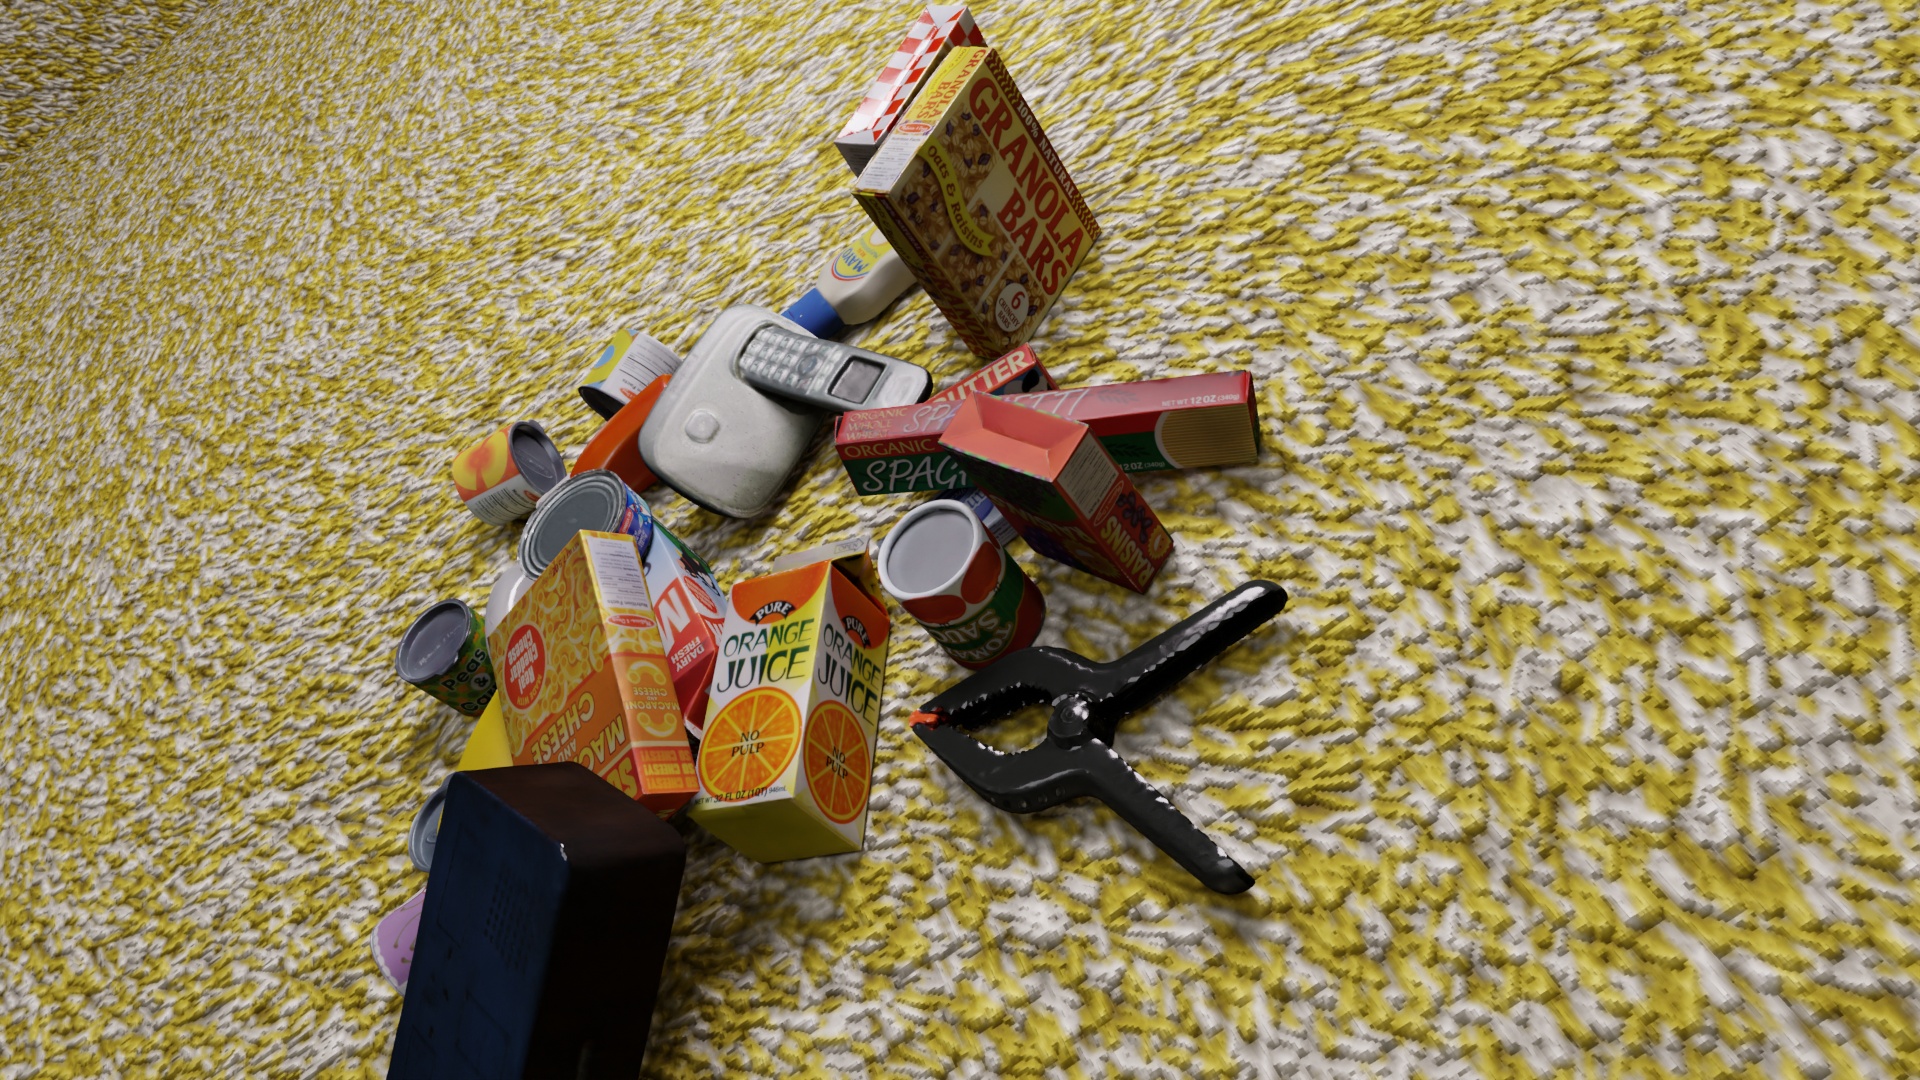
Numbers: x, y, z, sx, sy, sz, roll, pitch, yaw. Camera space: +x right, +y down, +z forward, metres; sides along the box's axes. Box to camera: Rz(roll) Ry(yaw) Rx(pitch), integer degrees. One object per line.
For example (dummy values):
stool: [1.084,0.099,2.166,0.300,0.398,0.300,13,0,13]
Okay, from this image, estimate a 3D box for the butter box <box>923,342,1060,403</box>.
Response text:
butter box: [0.012,-0.077,0.879,0.103,0.053,0.024,-29,45,11]

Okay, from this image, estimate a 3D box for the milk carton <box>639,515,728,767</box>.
milk carton: [-0.177,0.074,0.872,0.073,0.072,0.191,-39,46,2]

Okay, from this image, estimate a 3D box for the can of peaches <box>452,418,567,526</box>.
can of peaches: [-0.350,-0.053,1.079,0.058,0.071,0.071,-25,48,15]

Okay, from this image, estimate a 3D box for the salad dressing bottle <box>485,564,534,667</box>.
salad dressing bottle: [-0.294,0.088,0.946,0.044,0.064,0.148,-26,54,29]

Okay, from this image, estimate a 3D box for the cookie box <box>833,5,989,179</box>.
cookie box: [-0.004,-0.253,0.941,0.040,0.167,0.123,15,67,36]

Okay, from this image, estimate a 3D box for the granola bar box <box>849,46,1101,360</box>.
granola bar box: [0.015,-0.214,0.901,0.039,0.165,0.124,19,70,41]

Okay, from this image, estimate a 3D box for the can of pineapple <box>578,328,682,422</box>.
can of pineapple: [-0.250,-0.120,1.067,0.071,0.070,0.058,14,66,38]

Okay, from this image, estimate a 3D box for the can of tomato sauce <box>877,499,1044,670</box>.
can of tomato sauce: [0.001,0.027,0.788,0.071,0.083,0.071,-17,50,21]

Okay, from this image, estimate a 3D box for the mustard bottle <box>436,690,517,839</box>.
mustard bottle: [-0.275,0.131,0.866,0.065,0.048,0.161,-11,50,21]

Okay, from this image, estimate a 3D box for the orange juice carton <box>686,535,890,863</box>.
orange juice carton: [-0.094,0.082,0.814,0.071,0.073,0.193,-13,51,25]

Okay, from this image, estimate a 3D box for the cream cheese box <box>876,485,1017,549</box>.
cream cheese box: [0.003,-0.011,0.856,0.104,0.024,0.053,-40,47,1]

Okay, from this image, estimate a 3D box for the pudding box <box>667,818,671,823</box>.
pudding box: [-0.223,0.178,0.853,0.083,0.030,0.050,4,59,34]

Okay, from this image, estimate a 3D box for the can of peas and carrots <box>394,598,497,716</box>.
can of peas and carrots: [-0.353,0.085,0.984,0.071,0.058,0.071,-16,51,21]

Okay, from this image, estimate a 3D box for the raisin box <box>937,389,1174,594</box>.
raisin box: [0.055,-0.026,0.766,0.086,0.123,0.040,21,72,41]

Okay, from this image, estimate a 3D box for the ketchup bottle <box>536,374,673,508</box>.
ketchup bottle: [-0.249,-0.059,1.026,0.148,0.064,0.044,-37,59,15]

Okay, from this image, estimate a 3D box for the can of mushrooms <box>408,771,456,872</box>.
can of mushrooms: [-0.323,0.188,0.906,0.071,0.033,0.071,-17,51,22]

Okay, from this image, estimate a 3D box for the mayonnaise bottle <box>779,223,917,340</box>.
mayonnaise bottle: [-0.068,-0.197,1.025,0.148,0.041,0.065,-39,48,0]

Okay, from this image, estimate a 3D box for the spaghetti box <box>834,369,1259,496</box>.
spaghetti box: [0.047,-0.061,0.817,0.250,0.050,0.029,-4,48,17]

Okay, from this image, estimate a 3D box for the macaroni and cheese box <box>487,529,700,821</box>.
macaroni and cheese box: [-0.214,0.097,0.799,0.123,0.040,0.167,-42,57,34]

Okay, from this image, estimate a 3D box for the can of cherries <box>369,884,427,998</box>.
can of cherries: [-0.310,0.237,0.838,0.058,0.071,0.072,-40,46,1]
